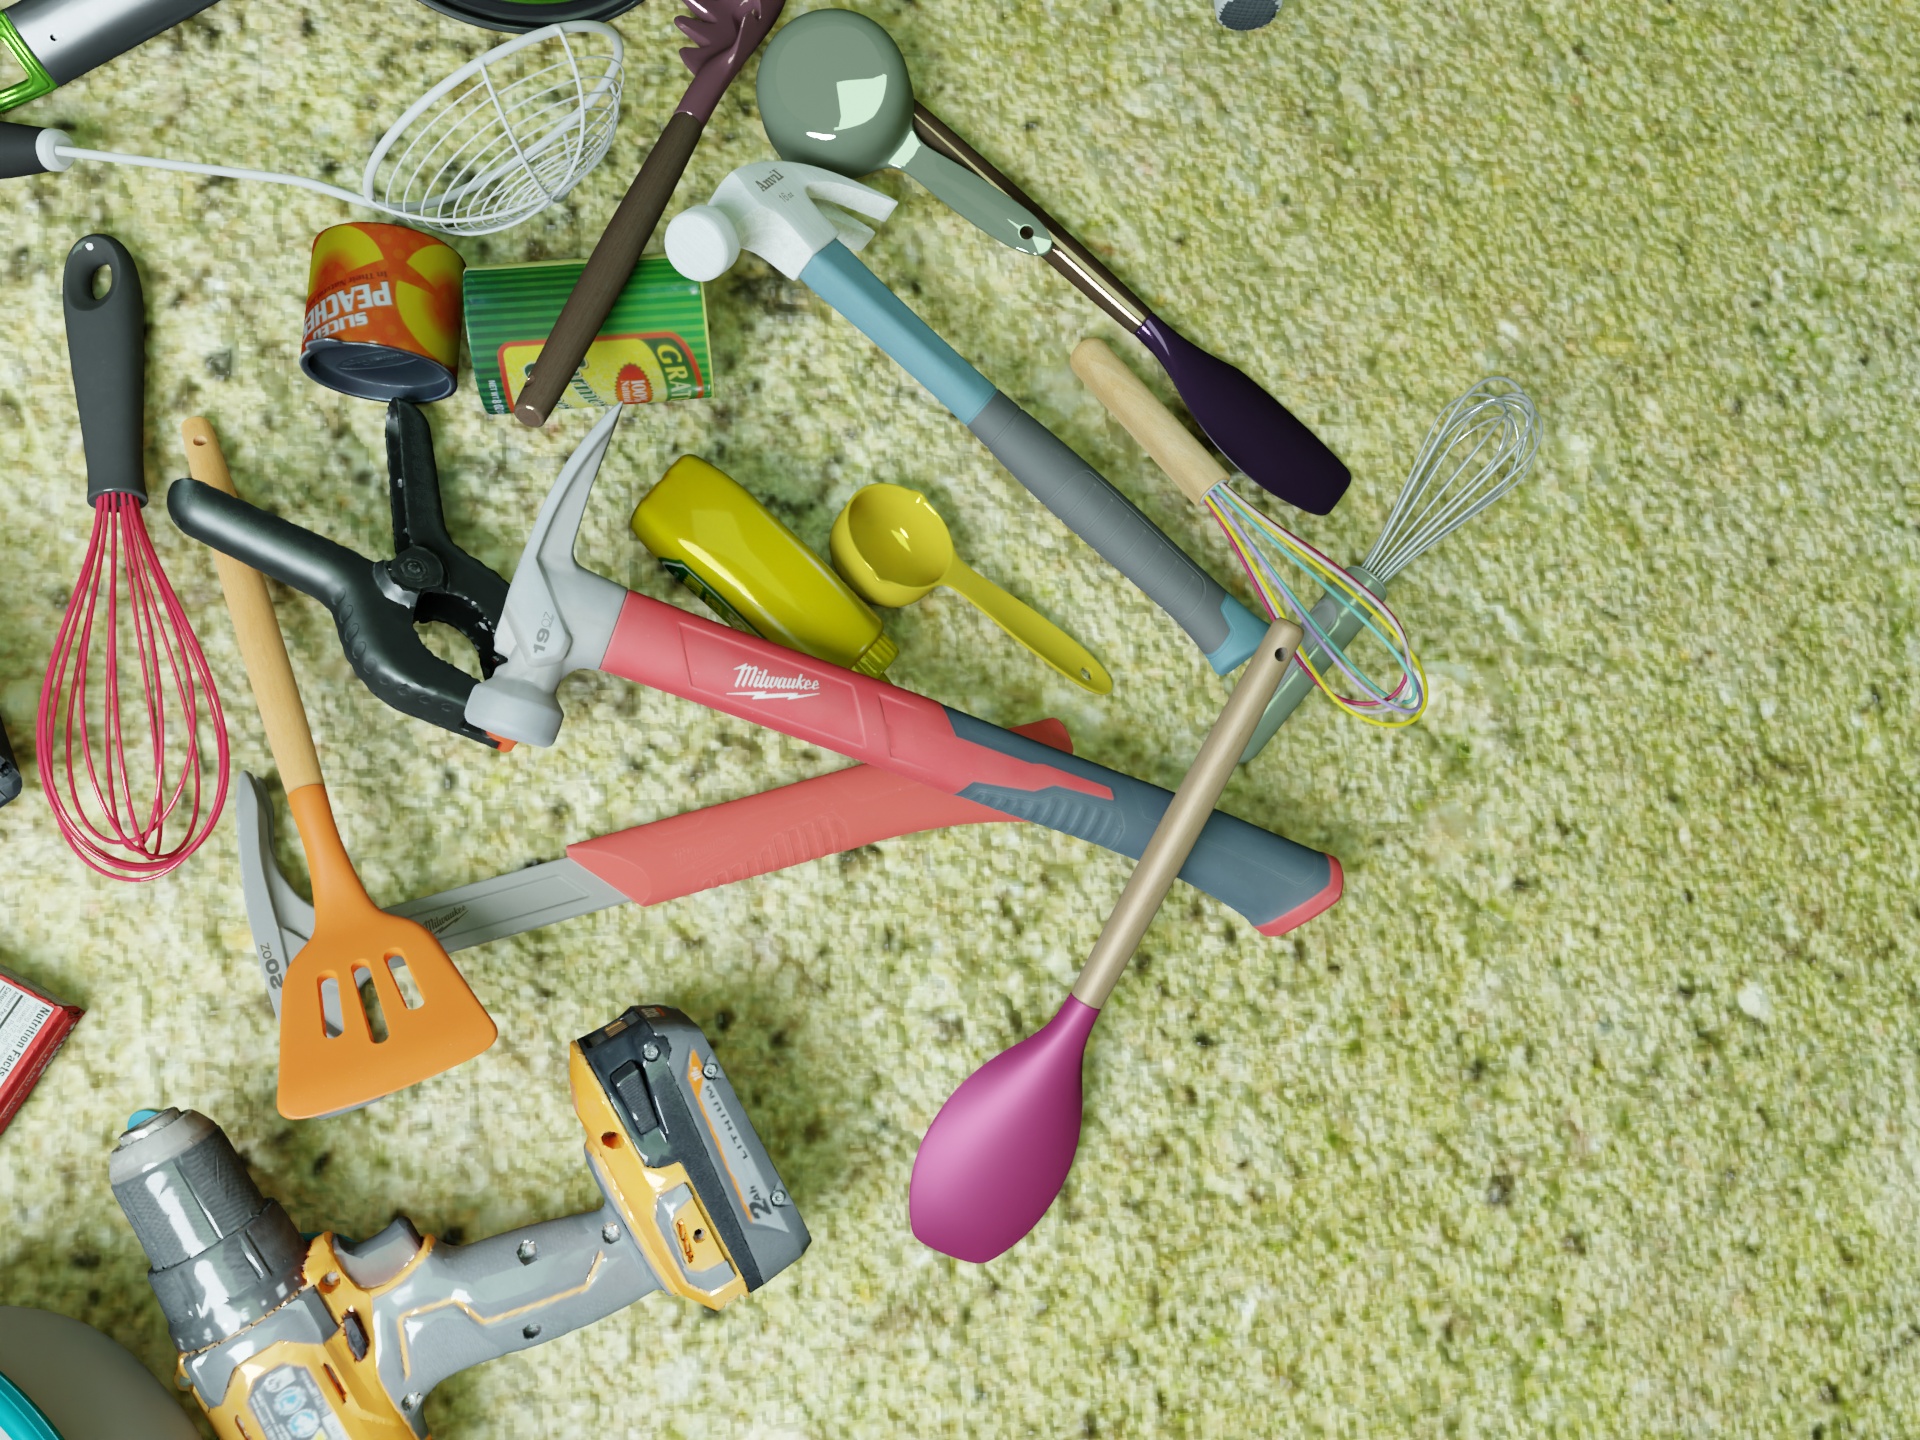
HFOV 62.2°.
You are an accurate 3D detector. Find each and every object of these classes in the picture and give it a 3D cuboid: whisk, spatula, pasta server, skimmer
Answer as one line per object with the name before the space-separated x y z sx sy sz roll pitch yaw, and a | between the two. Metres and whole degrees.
whisk | 0.205 -0.074 0.783 0.246 0.058 0.059 -49 125 -10
whisk | -0.355 -0.075 0.675 0.073 0.073 0.296 -9 75 -12
spatula | -0.275 0.004 0.651 0.081 0.041 0.323 -18 71 -20
pasta server | -0.136 -0.254 0.708 0.040 0.060 0.316 45 49 -38
skimmer | -0.329 -0.270 0.687 0.363 0.127 0.090 6 99 1
spatula | 0.071 -0.214 0.793 0.316 0.018 0.060 42 53 0
whisk | 0.132 -0.092 0.752 0.047 0.051 0.245 -40 74 2

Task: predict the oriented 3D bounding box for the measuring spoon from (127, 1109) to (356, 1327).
measuring spoon | -0.295 0.206 0.660 0.128 0.021 0.042 39 72 7

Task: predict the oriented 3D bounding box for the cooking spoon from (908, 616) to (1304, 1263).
cooking spoon | 0.066 0.099 0.687 0.068 0.017 0.319 26 98 -12

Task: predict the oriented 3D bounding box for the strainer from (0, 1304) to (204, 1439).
strainer | -0.384 0.257 0.591 0.340 0.095 0.211 41 110 14

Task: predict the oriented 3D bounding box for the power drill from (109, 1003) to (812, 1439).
power drill | -0.196 0.195 0.626 0.226 0.084 0.185 -29 96 -17

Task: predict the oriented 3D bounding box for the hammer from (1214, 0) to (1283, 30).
hammer | -0.036 -0.437 0.806 0.409 0.036 0.149 0 79 -10

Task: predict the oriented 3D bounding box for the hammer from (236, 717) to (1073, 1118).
hammer | -0.124 0.050 0.705 0.359 0.036 0.149 -15 84 -12

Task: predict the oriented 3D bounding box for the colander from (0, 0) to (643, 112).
colander | -0.261 -0.362 0.685 0.397 0.095 0.204 -29 125 -1

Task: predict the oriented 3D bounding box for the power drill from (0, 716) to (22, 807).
power drill | -0.488 0.038 0.589 0.219 0.143 0.079 -38 44 -14

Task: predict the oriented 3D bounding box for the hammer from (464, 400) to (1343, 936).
hammer | -0.001 -0.002 0.689 0.386 0.038 0.143 20 85 -14

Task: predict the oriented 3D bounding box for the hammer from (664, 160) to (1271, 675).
hammer | 0.020 -0.136 0.742 0.331 0.033 0.128 41 39 -9

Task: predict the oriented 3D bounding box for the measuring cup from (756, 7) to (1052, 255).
measuring cup | -0.025 -0.278 0.763 0.167 0.038 0.083 36 90 4

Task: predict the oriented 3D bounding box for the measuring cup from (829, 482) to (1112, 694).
measuring cup | 0.005 -0.053 0.753 0.156 0.029 0.062 35 50 -16
